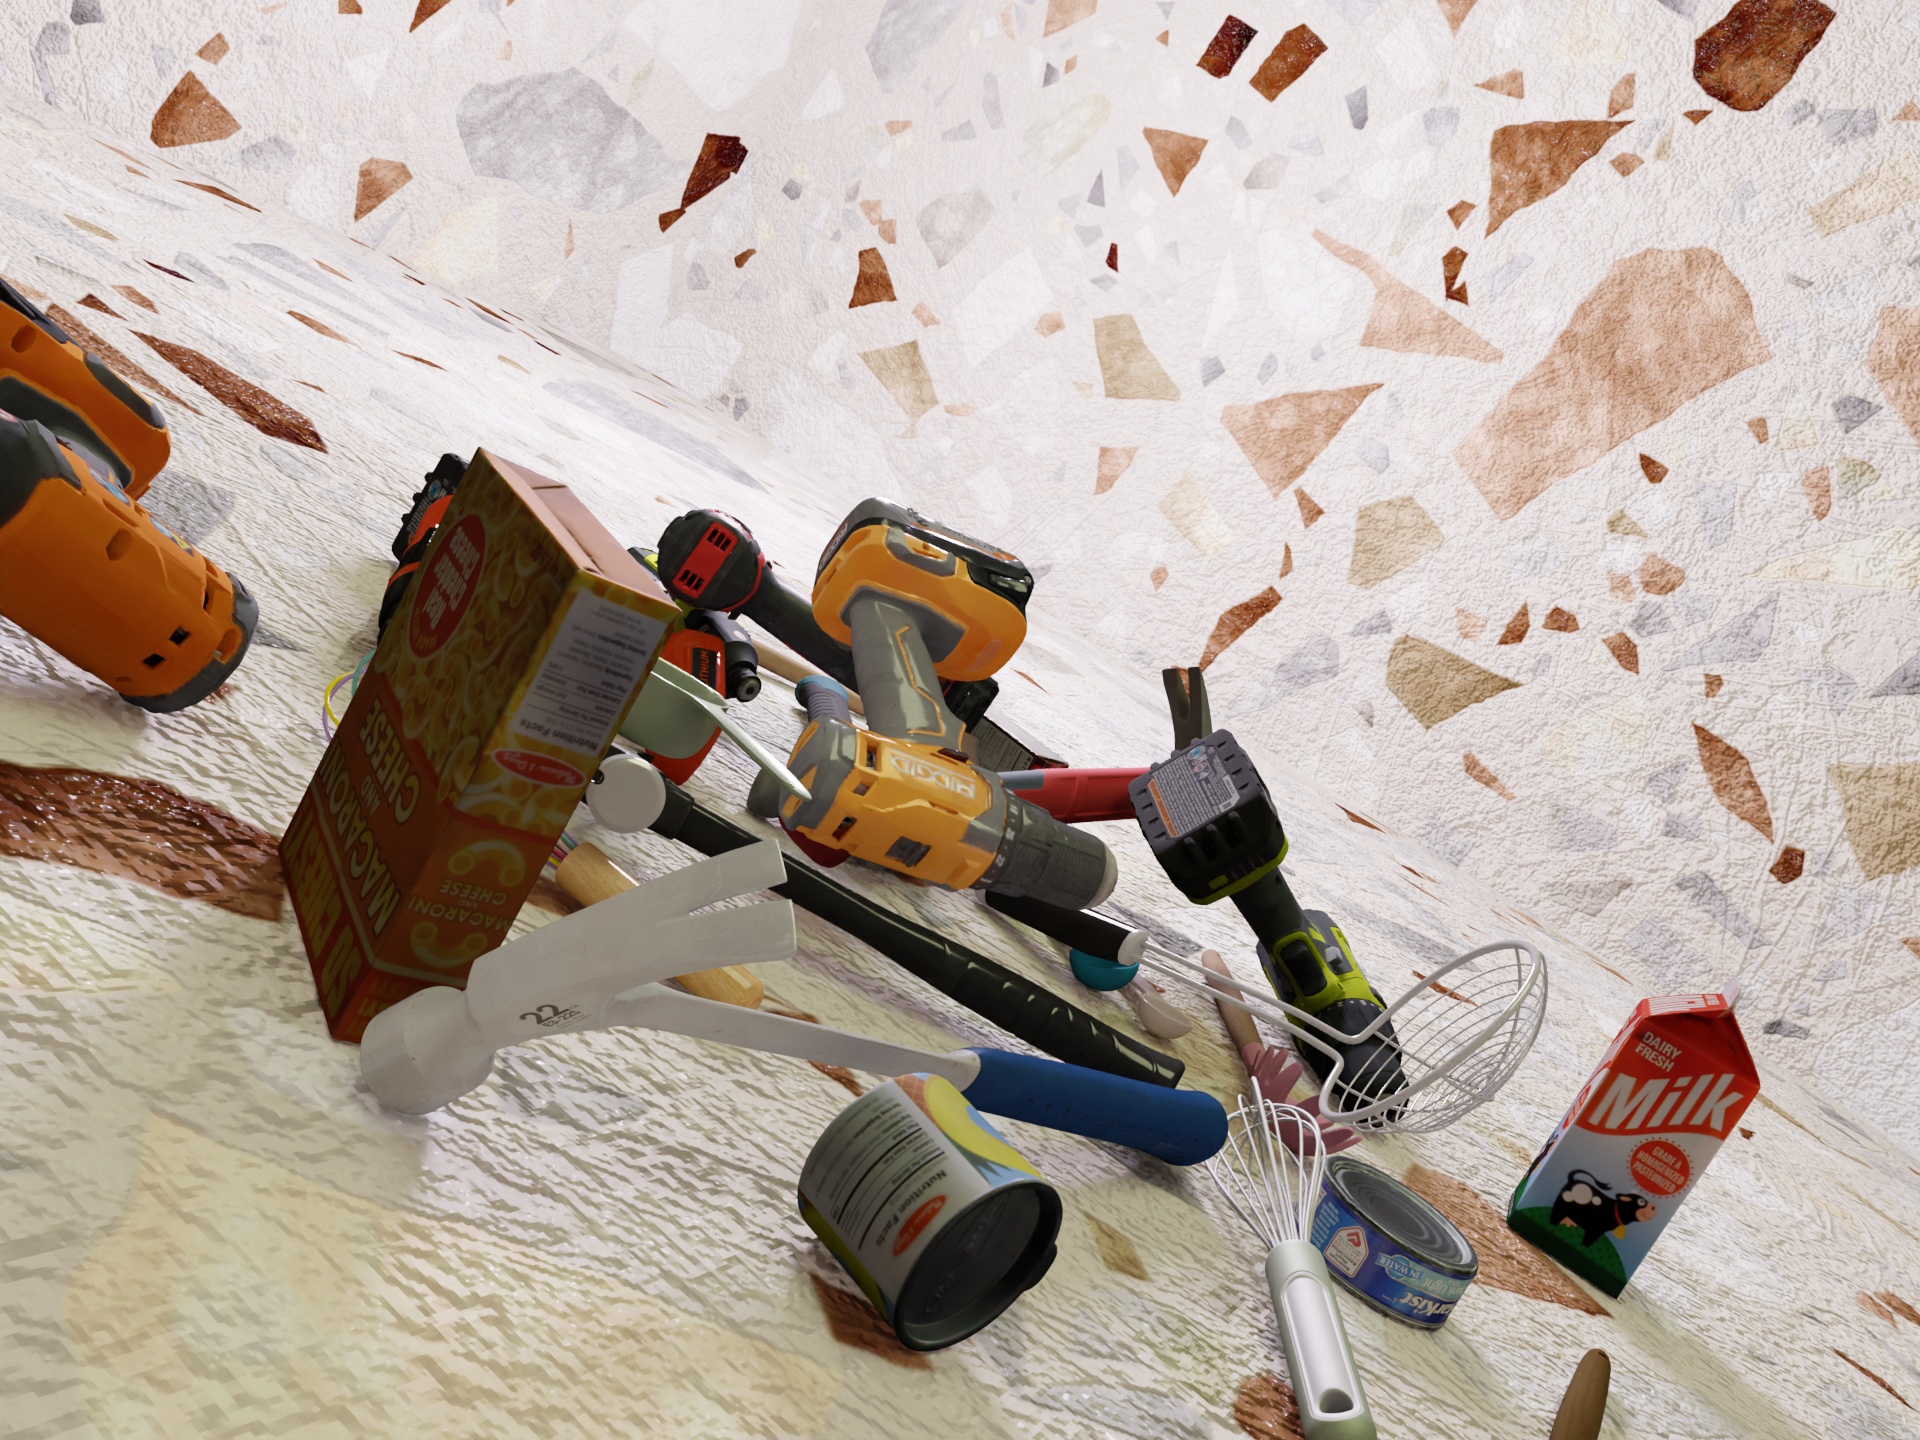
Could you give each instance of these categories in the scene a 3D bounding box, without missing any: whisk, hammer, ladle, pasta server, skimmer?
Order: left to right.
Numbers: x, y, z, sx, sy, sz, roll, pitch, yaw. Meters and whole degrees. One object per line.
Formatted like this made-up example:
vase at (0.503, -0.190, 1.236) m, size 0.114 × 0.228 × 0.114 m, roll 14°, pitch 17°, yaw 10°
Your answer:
whisk at (-0.177, 0.045, 0.675) m, size 0.245 × 0.051 × 0.047 m, roll 35°, pitch 5°, yaw 16°
ladle at (-0.185, -0.079, 1.239) m, size 0.320 × 0.062 × 0.078 m, roll 28°, pitch -8°, yaw -27°
hammer at (-0.083, 0.023, 1.070) m, size 0.128 × 0.033 × 0.331 m, roll 26°, pitch 10°, yaw -14°
hammer at (-0.032, 0.103, 0.758) m, size 0.334 × 0.035 × 0.146 m, roll 31°, pitch -6°, yaw -15°
hammer at (-0.004, 0.128, 0.587) m, size 0.405 × 0.144 × 0.035 m, roll 27°, pitch 42°, yaw -50°
hammer at (0.041, 0.033, 0.982) m, size 0.038 × 0.143 × 0.386 m, roll -5°, pitch -3°, yaw 41°
skimmer at (0.133, 0.119, 0.845) m, size 0.363 × 0.127 × 0.090 m, roll 18°, pitch -42°, yaw 44°
pasta server at (0.181, 0.189, 0.973) m, size 0.060 × 0.040 × 0.316 m, roll 50°, pitch 7°, yaw -7°
whisk at (0.139, 0.223, 0.667) m, size 0.058 × 0.059 × 0.246 m, roll -9°, pitch 14°, yaw 5°
ladle at (0.247, 0.300, 0.644) m, size 0.069 × 0.031 × 0.315 m, roll 35°, pitch 9°, yaw 25°

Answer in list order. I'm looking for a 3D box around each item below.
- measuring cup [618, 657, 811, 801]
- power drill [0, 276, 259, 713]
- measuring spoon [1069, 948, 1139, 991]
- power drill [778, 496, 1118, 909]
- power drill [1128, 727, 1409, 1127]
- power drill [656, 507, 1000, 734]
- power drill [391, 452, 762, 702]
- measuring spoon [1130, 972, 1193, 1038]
measuring cup at (-0.129, 0.010, 0.764) m, size 0.168 × 0.038 × 0.083 m, roll 36°, pitch 5°, yaw 40°
power drill at (-0.382, -0.108, 0.638) m, size 0.227 × 0.084 × 0.164 m, roll 41°, pitch -7°, yaw 44°
measuring spoon at (0.071, 0.141, 0.980) m, size 0.042 × 0.021 × 0.129 m, roll 3°, pitch 9°, yaw -18°
power drill at (-0.001, -0.003, 0.871) m, size 0.185 × 0.084 × 0.226 m, roll 22°, pitch 42°, yaw -21°
power drill at (0.203, 0.134, 1.006) m, size 0.228 × 0.080 × 0.191 m, roll 55°, pitch 10°, yaw -22°
power drill at (-0.095, -0.059, 1.032) m, size 0.226 × 0.080 × 0.188 m, roll 34°, pitch 1°, yaw -9°
power drill at (-0.239, -0.083, 1.043) m, size 0.223 × 0.080 × 0.171 m, roll 22°, pitch 13°, yaw -49°
measuring spoon at (0.106, 0.166, 0.961) m, size 0.034 × 0.018 × 0.124 m, roll 27°, pitch 3°, yaw -17°
